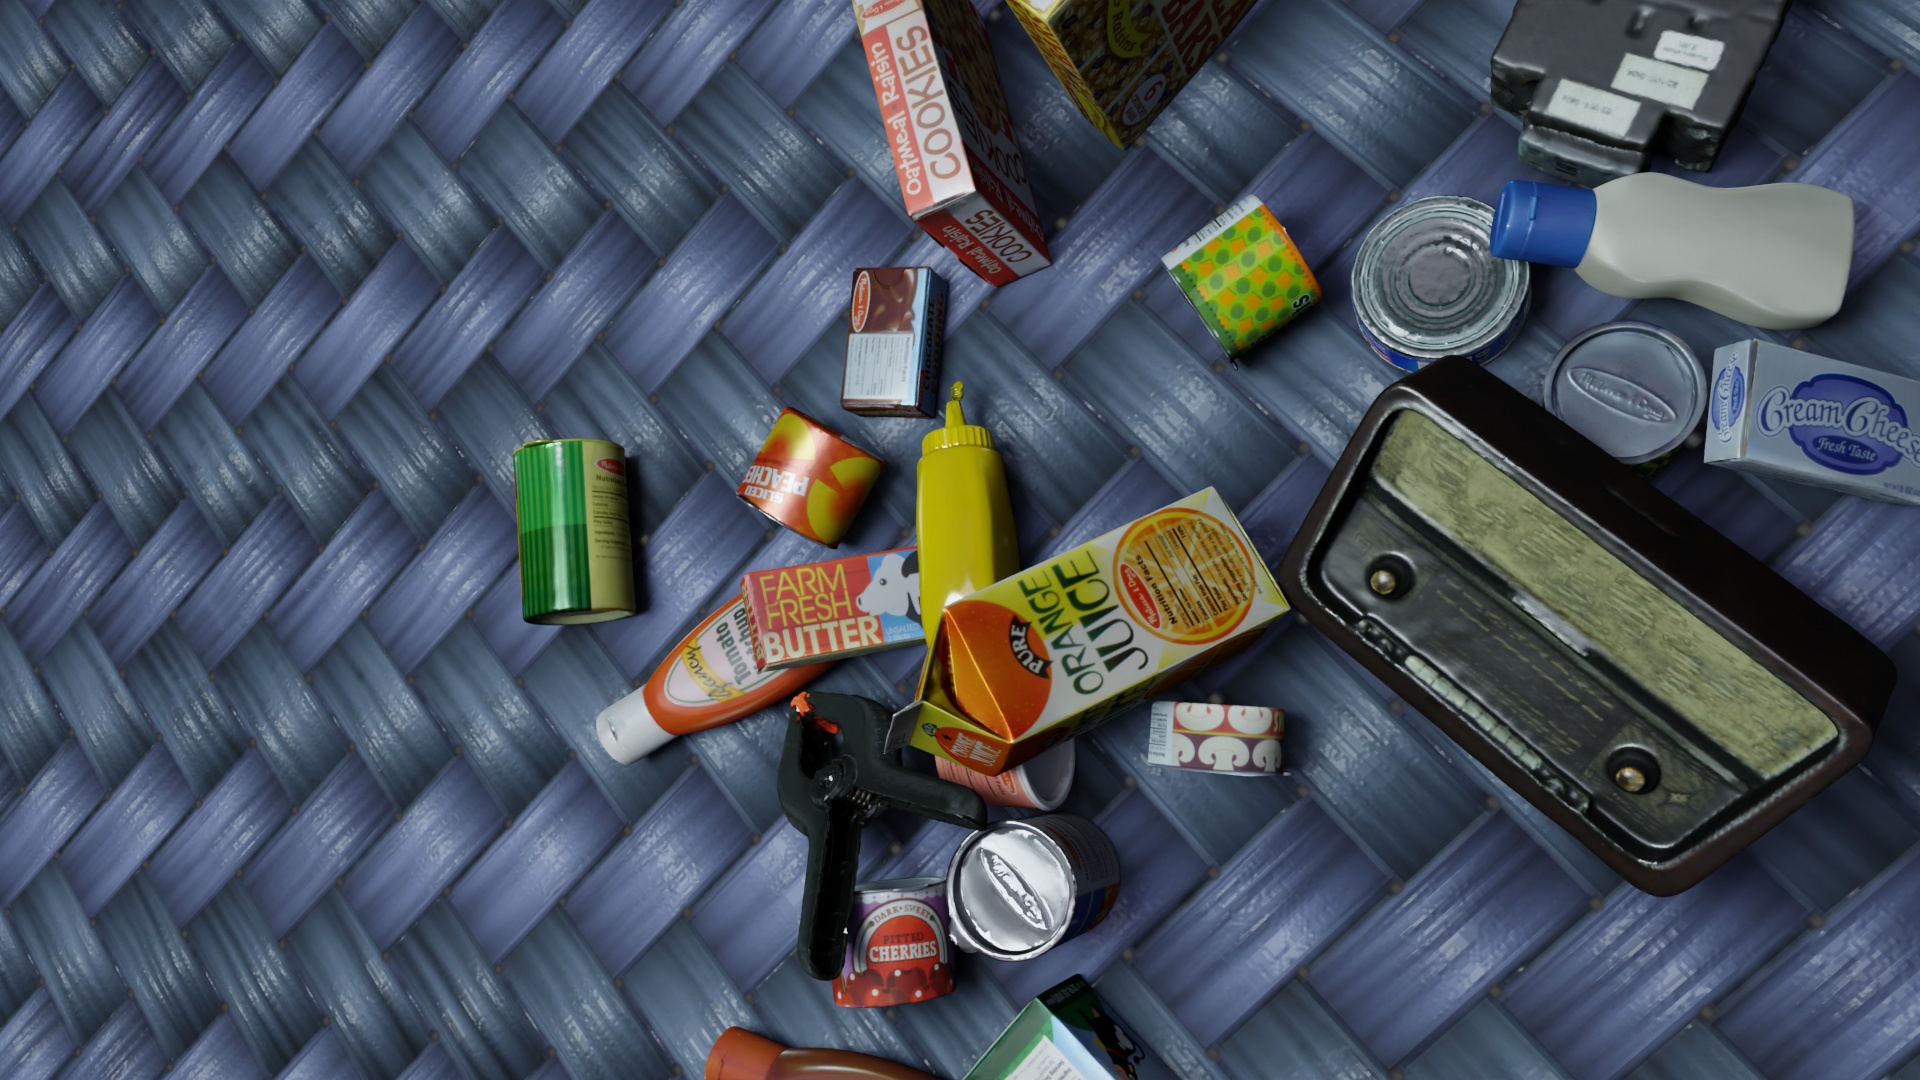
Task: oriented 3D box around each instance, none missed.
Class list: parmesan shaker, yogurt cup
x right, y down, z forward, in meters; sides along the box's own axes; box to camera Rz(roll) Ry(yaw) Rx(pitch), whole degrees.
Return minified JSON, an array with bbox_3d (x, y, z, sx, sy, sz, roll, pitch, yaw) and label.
[{"bbox_3d":[-0.235,-0.004,0.836,0.071,0.071,0.103,-10,79,20],"label":"parmesan shaker"},{"bbox_3d":[0.022,0.108,0.726,0.054,0.072,0.072,-11,79,28],"label":"yogurt cup"}]

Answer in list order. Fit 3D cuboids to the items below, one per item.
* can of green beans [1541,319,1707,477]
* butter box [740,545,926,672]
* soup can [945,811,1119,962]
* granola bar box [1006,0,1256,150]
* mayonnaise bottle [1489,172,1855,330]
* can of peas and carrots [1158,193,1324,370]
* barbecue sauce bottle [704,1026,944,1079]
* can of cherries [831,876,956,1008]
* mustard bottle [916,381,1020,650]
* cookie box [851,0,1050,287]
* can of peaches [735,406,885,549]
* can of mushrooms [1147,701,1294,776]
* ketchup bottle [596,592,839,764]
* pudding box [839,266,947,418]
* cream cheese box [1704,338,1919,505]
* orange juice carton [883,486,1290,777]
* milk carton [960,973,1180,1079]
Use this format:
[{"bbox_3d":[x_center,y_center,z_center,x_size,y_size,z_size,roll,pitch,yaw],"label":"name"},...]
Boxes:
[{"bbox_3d":[0.305,-0.063,0.644,0.071,0.058,0.071,-3,81,21],"label":"can of green beans"},{"bbox_3d":[-0.064,0.037,0.760,0.104,0.024,0.053,-9,76,-19],"label":"butter box"},{"bbox_3d":[0.036,0.173,0.699,0.071,0.084,0.071,-3,81,21],"label":"soup can"},{"bbox_3d":[0.094,-0.283,0.700,0.039,0.165,0.124,44,99,18],"label":"granola bar box"},{"bbox_3d":[0.324,-0.138,0.638,0.148,0.041,0.065,10,85,7],"label":"mayonnaise bottle"},{"bbox_3d":[0.145,-0.132,0.712,0.058,0.071,0.071,-35,72,13],"label":"can of peas and carrots"},{"bbox_3d":[-0.066,0.302,0.742,0.148,0.043,0.065,13,87,23],"label":"barbecue sauce bottle"},{"bbox_3d":[-0.036,0.210,0.729,0.071,0.071,0.058,-9,80,20],"label":"can of cherries"},{"bbox_3d":[0.003,-0.009,0.752,0.049,0.065,0.160,-10,73,17],"label":"mustard bottle"},{"bbox_3d":[-0.007,-0.234,0.754,0.040,0.123,0.167,-19,76,19],"label":"cookie box"},{"bbox_3d":[-0.085,-0.036,0.784,0.071,0.071,0.058,32,94,22],"label":"can of peaches"},{"bbox_3d":[0.129,0.097,0.685,0.071,0.071,0.033,1,82,21],"label":"can of mushrooms"},{"bbox_3d":[-0.143,0.079,0.804,0.148,0.043,0.065,-33,71,15],"label":"ketchup bottle"},{"bbox_3d":[-0.038,-0.114,0.799,0.049,0.030,0.084,2,83,23],"label":"pudding box"},{"bbox_3d":[0.376,-0.050,0.603,0.104,0.024,0.053,11,85,-14],"label":"cream cheese box"},{"bbox_3d":[0.051,0.052,0.666,0.193,0.071,0.073,-24,73,-15],"label":"orange juice carton"},{"bbox_3d":[0.092,0.308,0.665,0.191,0.072,0.073,43,99,22],"label":"milk carton"}]
